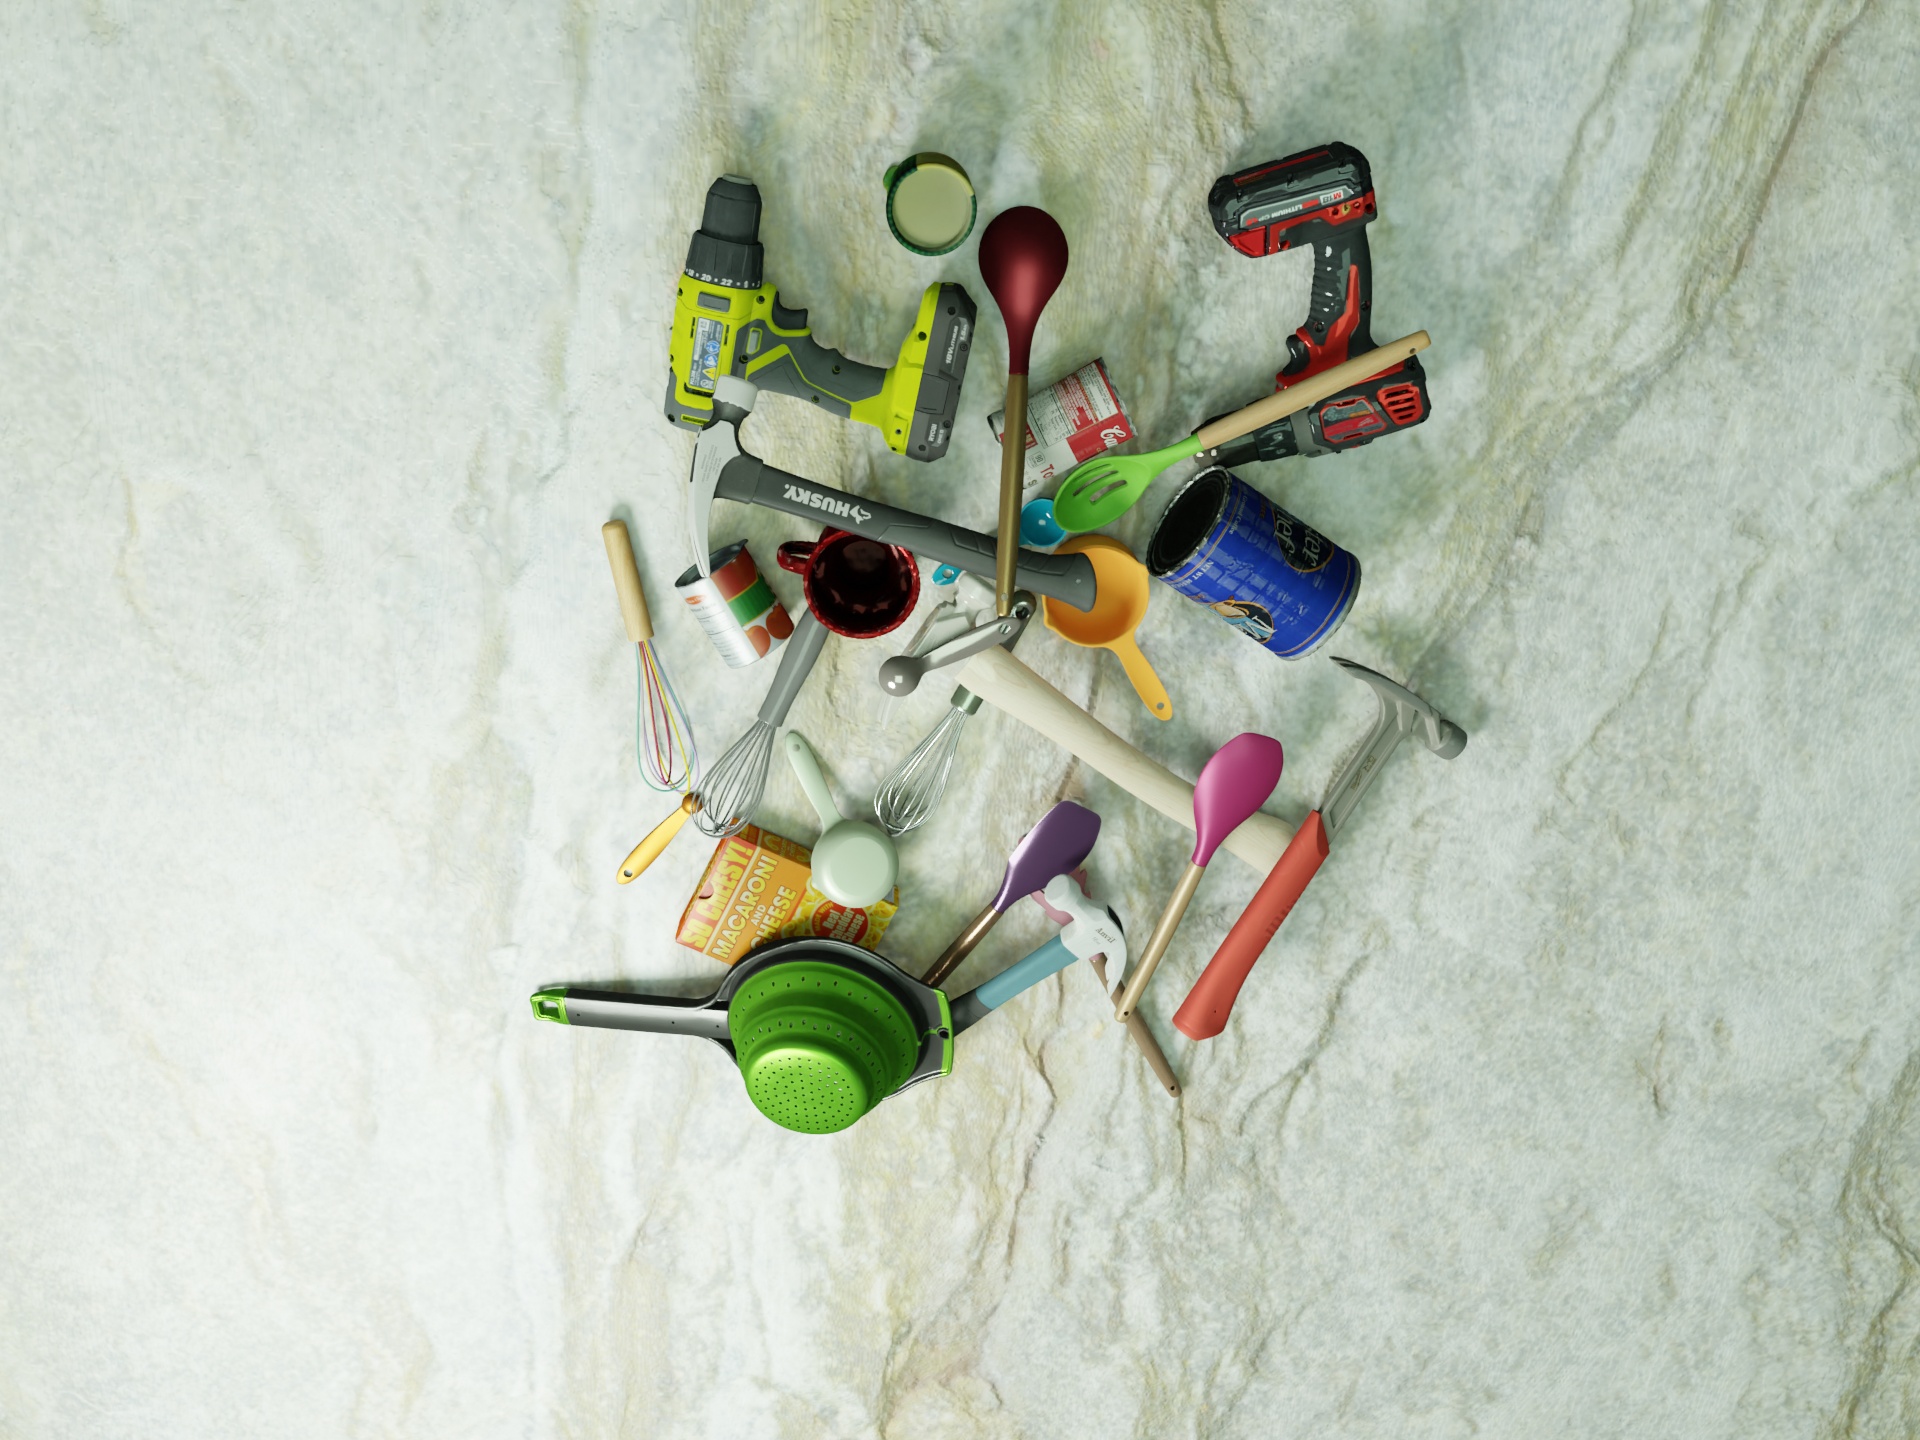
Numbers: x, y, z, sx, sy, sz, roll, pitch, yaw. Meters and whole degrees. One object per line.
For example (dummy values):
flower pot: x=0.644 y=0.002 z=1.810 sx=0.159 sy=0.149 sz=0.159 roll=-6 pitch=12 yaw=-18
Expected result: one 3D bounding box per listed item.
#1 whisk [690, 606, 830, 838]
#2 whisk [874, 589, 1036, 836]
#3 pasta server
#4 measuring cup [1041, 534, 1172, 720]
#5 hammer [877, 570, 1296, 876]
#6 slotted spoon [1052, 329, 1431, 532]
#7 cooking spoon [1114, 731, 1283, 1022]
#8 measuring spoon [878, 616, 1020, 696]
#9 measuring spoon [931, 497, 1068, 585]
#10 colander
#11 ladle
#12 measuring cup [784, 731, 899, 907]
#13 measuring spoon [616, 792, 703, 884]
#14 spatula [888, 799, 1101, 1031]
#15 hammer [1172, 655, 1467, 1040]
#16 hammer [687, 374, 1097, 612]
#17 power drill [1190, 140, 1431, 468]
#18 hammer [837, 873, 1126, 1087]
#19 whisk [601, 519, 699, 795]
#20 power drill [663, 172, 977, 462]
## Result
whisk: x=-0.165 y=-0.003 z=1.353 sx=0.055 sy=0.055 sz=0.239 roll=25 pitch=101 yaw=-11
whisk: x=-0.002 y=-0.004 z=1.362 sx=0.057 sy=0.059 sz=0.246 roll=24 pitch=106 yaw=-24
pasta server: x=0.136 y=0.233 z=1.477 sx=0.060 sy=0.040 sz=0.316 roll=-26 pitch=115 yaw=9
measuring cup: x=0.131 y=-0.077 z=1.332 sx=0.095 sy=0.052 sz=0.173 roll=-29 pitch=112 yaw=10
hammer: x=0.125 y=0.038 z=1.362 sx=0.410 sy=0.038 sz=0.146 roll=32 pitch=99 yaw=-20
slotted spoon: x=0.210 y=-0.226 z=1.227 sx=0.314 sy=0.031 sz=0.070 roll=-23 pitch=142 yaw=22
cooking spoon: x=0.200 y=0.145 z=1.398 sx=0.068 sy=0.017 sz=0.318 roll=14 pitch=118 yaw=-15
measuring spoon: x=-0.007 y=-0.052 z=1.271 sx=0.124 sy=0.018 sz=0.034 roll=-25 pitch=113 yaw=-3
measuring spoon: x=0.032 y=-0.147 z=1.322 sx=0.128 sy=0.021 sz=0.042 roll=-26 pitch=112 yaw=19
colander: x=-0.208 y=0.294 z=1.421 sx=0.397 sy=0.095 sz=0.204 roll=3 pitch=123 yaw=9
ladle: x=0.041 y=-0.237 z=1.214 sx=0.069 sy=0.031 sz=0.315 roll=3 pitch=93 yaw=4
measuring cup: x=-0.110 y=0.086 z=1.382 sx=0.083 sy=0.038 sz=0.167 roll=-27 pitch=97 yaw=-11
measuring spoon: x=-0.270 y=0.108 z=1.420 sx=0.021 sy=0.011 sz=0.117 roll=40 pitch=106 yaw=-16
spatula: x=0.021 y=0.184 z=1.428 sx=0.059 sy=0.018 sz=0.315 roll=28 pitch=120 yaw=-22
hammer: x=0.288 y=0.123 z=1.389 sx=0.149 sy=0.037 sz=0.359 roll=29 pitch=100 yaw=-21
hammer: x=-0.047 y=-0.142 z=1.221 sx=0.334 sy=0.035 sz=0.146 roll=16 pitch=90 yaw=-18
power drill: x=0.250 y=-0.307 z=1.226 sx=0.188 sy=0.080 sz=0.226 roll=-14 pitch=117 yaw=12
hammer: x=0.011 y=0.259 z=1.450 sx=0.331 sy=0.033 sz=0.128 roll=-36 pitch=122 yaw=23
whisk: x=-0.267 y=-0.049 z=1.342 sx=0.051 sy=0.047 sz=0.244 roll=-13 pitch=108 yaw=-5
power drill: x=-0.106 y=-0.301 z=1.219 sx=0.228 sy=0.080 sz=0.190 roll=12 pitch=113 yaw=-3
